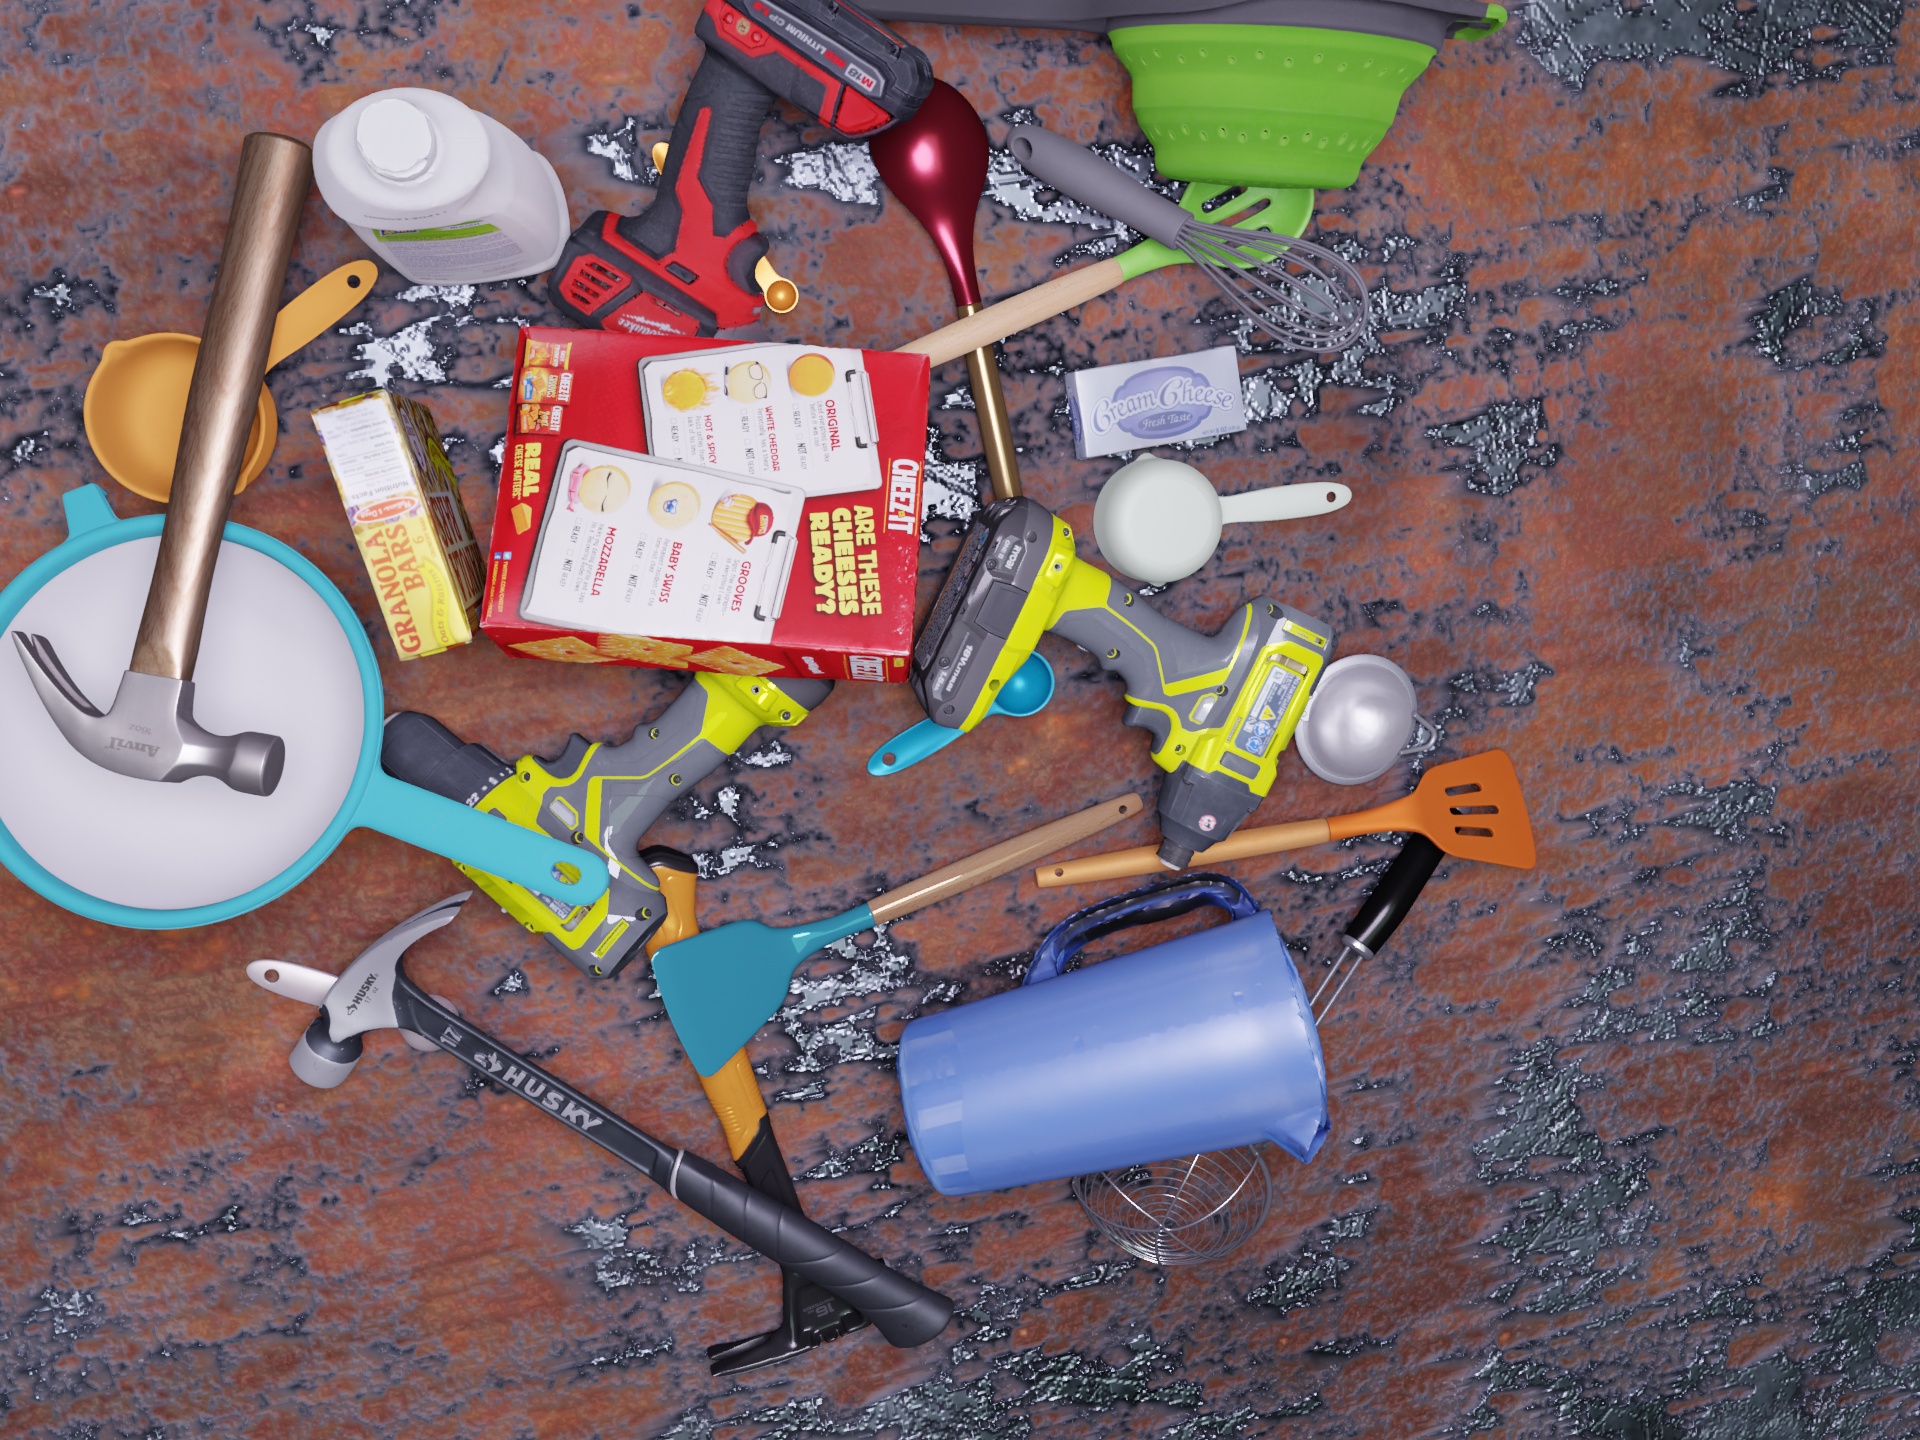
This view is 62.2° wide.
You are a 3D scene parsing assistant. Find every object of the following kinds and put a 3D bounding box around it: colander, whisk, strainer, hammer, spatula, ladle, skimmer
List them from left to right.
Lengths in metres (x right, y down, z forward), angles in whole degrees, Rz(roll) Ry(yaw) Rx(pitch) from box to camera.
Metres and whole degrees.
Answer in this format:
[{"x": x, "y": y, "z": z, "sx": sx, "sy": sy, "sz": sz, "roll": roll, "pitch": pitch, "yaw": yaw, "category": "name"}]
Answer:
[{"x": -0.378, "y": -0.134, "z": 0.796, "sx": 0.130, "sy": 0.031, "sz": 0.331, "roll": 10, "pitch": 84, "yaw": -4, "category": "hammer"}, {"x": -0.345, "y": 0.026, "z": 0.849, "sx": 0.340, "sy": 0.095, "sz": 0.211, "roll": 22, "pitch": 83, "yaw": -4, "category": "strainer"}, {"x": -0.177, "y": 0.249, "z": 0.924, "sx": 0.408, "sy": 0.036, "sz": 0.149, "roll": 34, "pitch": 110, "yaw": -10, "category": "hammer"}, {"x": -0.144, "y": 0.237, "z": 0.973, "sx": 0.127, "sy": 0.034, "sz": 0.336, "roll": -19, "pitch": 102, "yaw": -9, "category": "hammer"}, {"x": -0.028, "y": 0.111, "z": 0.966, "sx": 0.317, "sy": 0.044, "sz": 0.082, "roll": -23, "pitch": 99, "yaw": -11, "category": "spatula"}, {"x": 0.009, "y": -0.218, "z": 0.937, "sx": 0.069, "sy": 0.031, "sz": 0.315, "roll": -15, "pitch": 103, "yaw": -10, "category": "ladle"}, {"x": 0.084, "y": -0.347, "z": 0.871, "sx": 0.397, "sy": 0.204, "sz": 0.094, "roll": 6, "pitch": 108, "yaw": 6, "category": "colander"}, {"x": 0.125, "y": -0.278, "z": 0.896, "sx": 0.239, "sy": 0.055, "sz": 0.055, "roll": 34, "pitch": 91, "yaw": 15, "category": "whisk"}, {"x": 0.192, "y": -0.016, "z": 0.999, "sx": 0.258, "sy": 0.050, "sz": 0.087, "roll": 16, "pitch": 100, "yaw": -10, "category": "strainer"}, {"x": 0.213, "y": 0.196, "z": 1.041, "sx": 0.127, "sy": 0.090, "sz": 0.363, "roll": 38, "pitch": 80, "yaw": -7, "category": "skimmer"}, {"x": 0.207, "y": 0.076, "z": 1.010, "sx": 0.322, "sy": 0.041, "sz": 0.081, "roll": -9, "pitch": 72, "yaw": -1, "category": "spatula"}]

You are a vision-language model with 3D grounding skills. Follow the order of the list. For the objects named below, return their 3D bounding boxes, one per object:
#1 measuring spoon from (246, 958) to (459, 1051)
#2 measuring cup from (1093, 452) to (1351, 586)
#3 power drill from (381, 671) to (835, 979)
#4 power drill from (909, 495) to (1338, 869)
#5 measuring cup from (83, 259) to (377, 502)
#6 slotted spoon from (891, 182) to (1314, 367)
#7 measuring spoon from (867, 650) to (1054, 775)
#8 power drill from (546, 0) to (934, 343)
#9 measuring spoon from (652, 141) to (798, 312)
[{"x": -0.354, "y": 0.165, "z": 0.926, "sx": 0.124, "sy": 0.018, "sz": 0.034, "roll": 21, "pitch": 94, "yaw": -13, "category": "measuring spoon"}, {"x": 0.166, "y": -0.128, "z": 0.974, "sx": 0.167, "sy": 0.038, "sz": 0.083, "roll": -8, "pitch": 100, "yaw": -8, "category": "measuring cup"}, {"x": -0.200, "y": 0.004, "z": 0.894, "sx": 0.190, "sy": 0.080, "sz": 0.228, "roll": 41, "pitch": 90, "yaw": 3, "category": "power drill"}, {"x": 0.090, "y": -0.021, "z": 0.932, "sx": 0.223, "sy": 0.080, "sz": 0.171, "roll": 24, "pitch": 98, "yaw": -14, "category": "power drill"}, {"x": -0.379, "y": -0.187, "z": 0.850, "sx": 0.173, "sy": 0.052, "sz": 0.095, "roll": -40, "pitch": 104, "yaw": -5, "category": "measuring cup"}, {"x": 0.068, "y": -0.254, "z": 0.924, "sx": 0.314, "sy": 0.031, "sz": 0.070, "roll": -27, "pitch": 90, "yaw": -13, "category": "slotted spoon"}, {"x": -0.002, "y": -0.003, "z": 0.976, "sx": 0.128, "sy": 0.021, "sz": 0.042, "roll": -30, "pitch": 102, "yaw": 4, "category": "measuring spoon"}, {"x": -0.112, "y": -0.279, "z": 0.850, "sx": 0.143, "sy": 0.079, "sz": 0.219, "roll": 32, "pitch": 113, "yaw": -10, "category": "power drill"}, {"x": -0.134, "y": -0.280, "z": 0.907, "sx": 0.021, "sy": 0.011, "sz": 0.117, "roll": -41, "pitch": 101, "yaw": -2, "category": "measuring spoon"}]
